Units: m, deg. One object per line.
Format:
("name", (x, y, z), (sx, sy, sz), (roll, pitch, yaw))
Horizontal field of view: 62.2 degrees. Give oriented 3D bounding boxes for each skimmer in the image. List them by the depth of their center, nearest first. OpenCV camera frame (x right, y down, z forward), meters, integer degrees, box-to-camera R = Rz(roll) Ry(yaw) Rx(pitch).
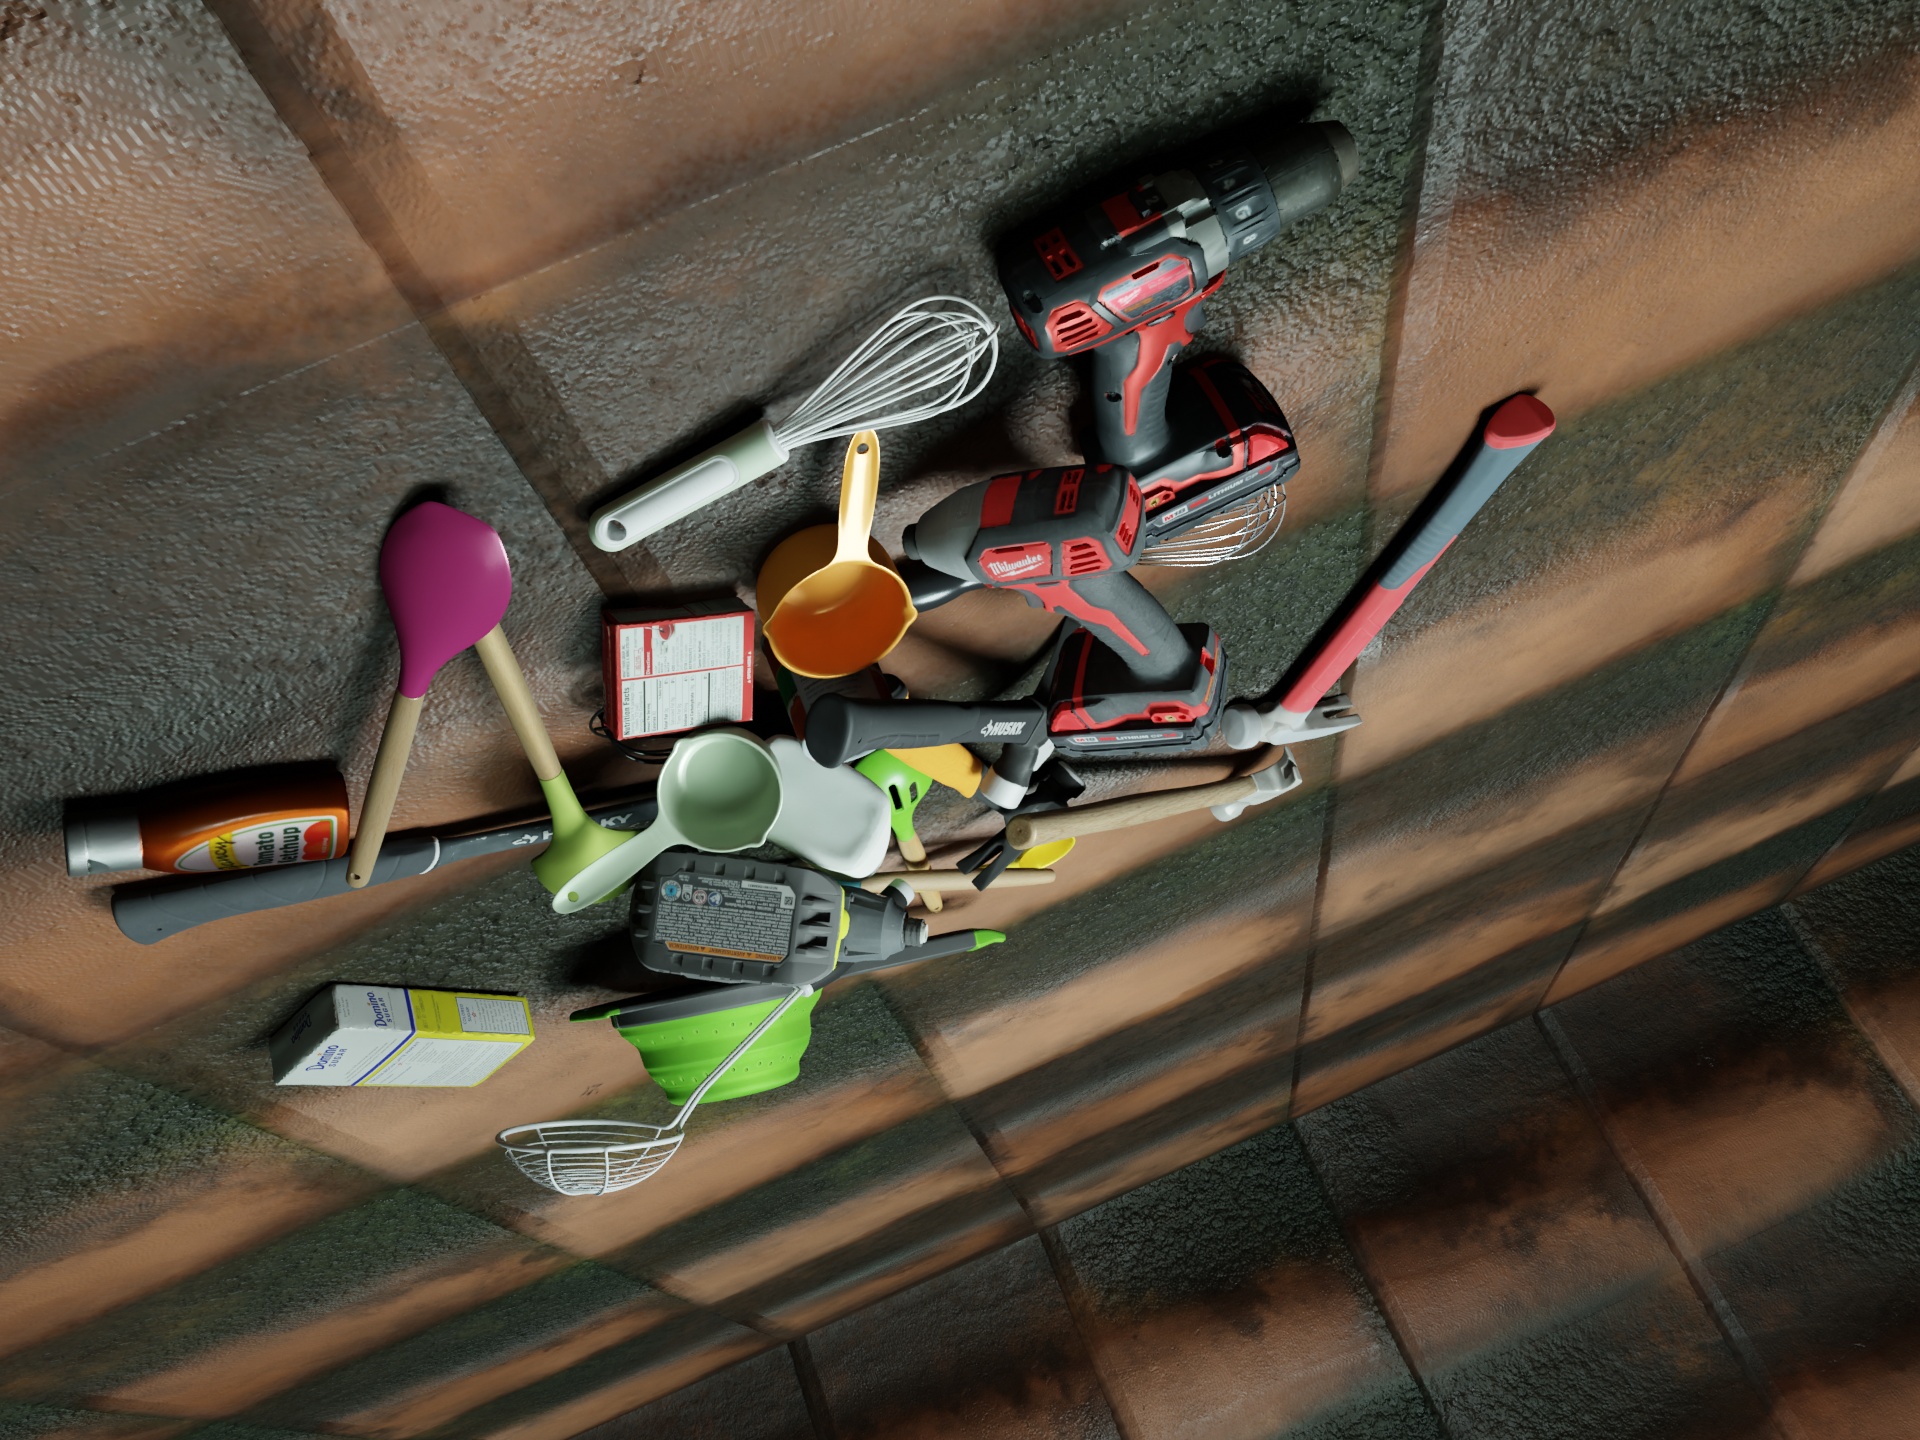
("skimmer", (-0.175, 0.217, 1.179), (0.363, 0.090, 0.127), (-43, -161, -30))

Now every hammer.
("hammer", (-0.002, -0.003, 1.020), (0.146, 0.035, 0.334), (-61, 159, 13))
("hammer", (-0.333, 0.083, 1.052), (0.409, 0.036, 0.149), (-11, 148, -22))
("hammer", (-0.007, 0.042, 1.188), (0.127, 0.034, 0.336), (-45, 152, 4))
("hammer", (0.350, -0.105, 1.252), (0.143, 0.038, 0.386), (-8, 148, -29))
("hammer", (0.171, 0.071, 1.353), (0.331, 0.031, 0.130), (-7, 162, -41))

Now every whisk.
("whisk", (-0.090, -0.150, 0.831), (0.246, 0.059, 0.057), (-26, 114, 12))
("whisk", (0.074, -0.112, 1.016), (0.284, 0.070, 0.070), (-15, 151, -7))
("whisk", (-0.135, -0.002, 1.052), (0.238, 0.055, 0.055), (-3, 145, -42))

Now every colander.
("colander", (-0.126, 0.254, 1.364), (0.397, 0.094, 0.204), (-7, 173, -31))

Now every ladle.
("ladle", (-0.253, 0.004, 0.942), (0.078, 0.062, 0.319), (-16, 137, -6))

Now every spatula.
("spatula", (-0.063, 0.144, 1.314), (0.317, 0.044, 0.082), (0, -173, -26))

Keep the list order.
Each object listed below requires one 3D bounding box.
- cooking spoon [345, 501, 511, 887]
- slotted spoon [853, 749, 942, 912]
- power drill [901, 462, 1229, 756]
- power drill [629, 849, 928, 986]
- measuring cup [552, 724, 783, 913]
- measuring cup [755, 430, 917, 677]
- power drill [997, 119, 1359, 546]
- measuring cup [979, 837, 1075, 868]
("cooking spoon", (-0.313, -0.001, 0.894), (0.068, 0.017, 0.318), (23, 132, -11))
("slotted spoon", (-0.040, 0.103, 1.321), (0.070, 0.031, 0.313), (-23, 153, -4))
("power drill", (0.067, -0.066, 0.951), (0.143, 0.079, 0.219), (-4, 147, 29))
("power drill", (-0.122, 0.137, 1.100), (0.171, 0.080, 0.223), (5, 174, 10))
("measuring cup", (-0.183, 0.065, 0.985), (0.167, 0.083, 0.038), (-35, -165, 8))
("measuring cup", (-0.071, -0.106, 0.920), (0.095, 0.052, 0.173), (-7, 133, -21))
("power drill", (0.132, -0.211, 0.867), (0.188, 0.080, 0.226), (-26, 149, 3))
("measuring cup", (0.026, 0.118, 1.389), (0.156, 0.029, 0.062), (-13, 150, -21))
